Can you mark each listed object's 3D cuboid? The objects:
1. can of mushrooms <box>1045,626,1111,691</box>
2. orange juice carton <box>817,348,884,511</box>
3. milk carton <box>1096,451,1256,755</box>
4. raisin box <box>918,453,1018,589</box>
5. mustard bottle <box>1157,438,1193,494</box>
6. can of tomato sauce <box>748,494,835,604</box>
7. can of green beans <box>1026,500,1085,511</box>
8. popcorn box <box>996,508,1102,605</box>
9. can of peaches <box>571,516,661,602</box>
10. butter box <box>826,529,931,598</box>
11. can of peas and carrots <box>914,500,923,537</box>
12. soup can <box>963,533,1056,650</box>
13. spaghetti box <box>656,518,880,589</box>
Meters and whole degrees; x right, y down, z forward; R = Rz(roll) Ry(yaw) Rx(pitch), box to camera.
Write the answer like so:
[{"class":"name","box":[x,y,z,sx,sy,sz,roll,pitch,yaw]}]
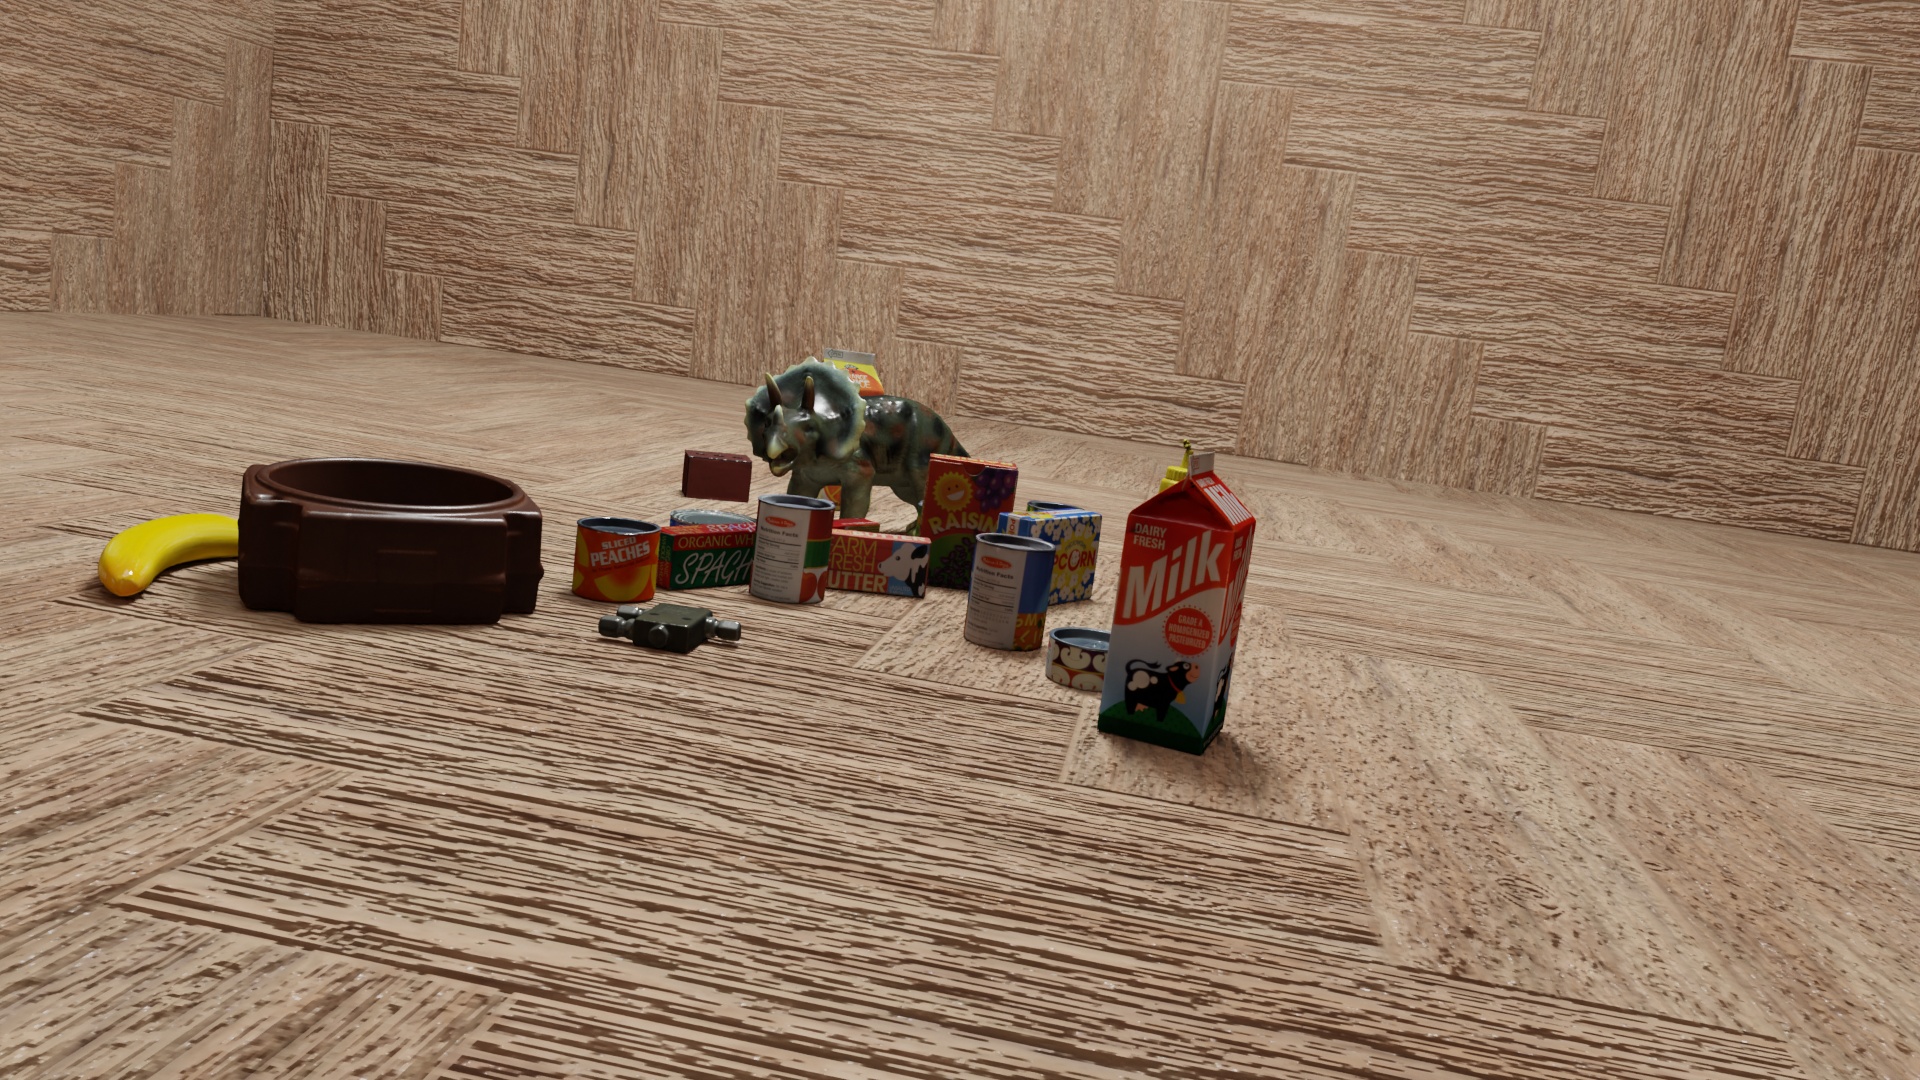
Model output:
[{"class":"can of mushrooms","box":[0.100,0.089,1.042,0.071,0.033,0.071,7,9,-1]},{"class":"orange juice carton","box":[-0.146,-0.137,1.701,0.072,0.192,0.073,2,11,-32]},{"class":"milk carton","box":[0.147,0.036,0.921,0.073,0.190,0.072,11,10,21]},{"class":"raisin box","box":[0.005,-0.017,1.320,0.086,0.123,0.040,7,9,-2]},{"class":"mustard bottle","box":[0.225,-0.024,1.422,0.049,0.160,0.065,5,9,-17]},{"class":"can of tomato sauce","box":[-0.144,0.007,1.191,0.071,0.083,0.071,7,9,-1]},{"class":"can of green beans","box":[0.103,-0.010,1.553,0.071,0.057,0.071,7,9,-1]},{"class":"popcorn box","box":[0.081,0.016,1.305,0.038,0.085,0.127,14,11,36]},{"class":"can of peaches","box":[-0.276,0.015,1.112,0.071,0.058,0.071,7,9,-1]},{"class":"butter box","box":[-0.080,0.020,1.253,0.103,0.053,0.024,6,9,-8]},{"class":"can of peas and carrots","box":[-0.016,-0.007,1.440,0.071,0.058,0.071,7,9,-1]},{"class":"soup can","box":[0.041,0.041,1.129,0.071,0.083,0.071,7,9,-1]},{"class":"spaghetti box","box":[-0.170,0.010,1.249,0.029,0.050,0.251,15,12,39]}]
